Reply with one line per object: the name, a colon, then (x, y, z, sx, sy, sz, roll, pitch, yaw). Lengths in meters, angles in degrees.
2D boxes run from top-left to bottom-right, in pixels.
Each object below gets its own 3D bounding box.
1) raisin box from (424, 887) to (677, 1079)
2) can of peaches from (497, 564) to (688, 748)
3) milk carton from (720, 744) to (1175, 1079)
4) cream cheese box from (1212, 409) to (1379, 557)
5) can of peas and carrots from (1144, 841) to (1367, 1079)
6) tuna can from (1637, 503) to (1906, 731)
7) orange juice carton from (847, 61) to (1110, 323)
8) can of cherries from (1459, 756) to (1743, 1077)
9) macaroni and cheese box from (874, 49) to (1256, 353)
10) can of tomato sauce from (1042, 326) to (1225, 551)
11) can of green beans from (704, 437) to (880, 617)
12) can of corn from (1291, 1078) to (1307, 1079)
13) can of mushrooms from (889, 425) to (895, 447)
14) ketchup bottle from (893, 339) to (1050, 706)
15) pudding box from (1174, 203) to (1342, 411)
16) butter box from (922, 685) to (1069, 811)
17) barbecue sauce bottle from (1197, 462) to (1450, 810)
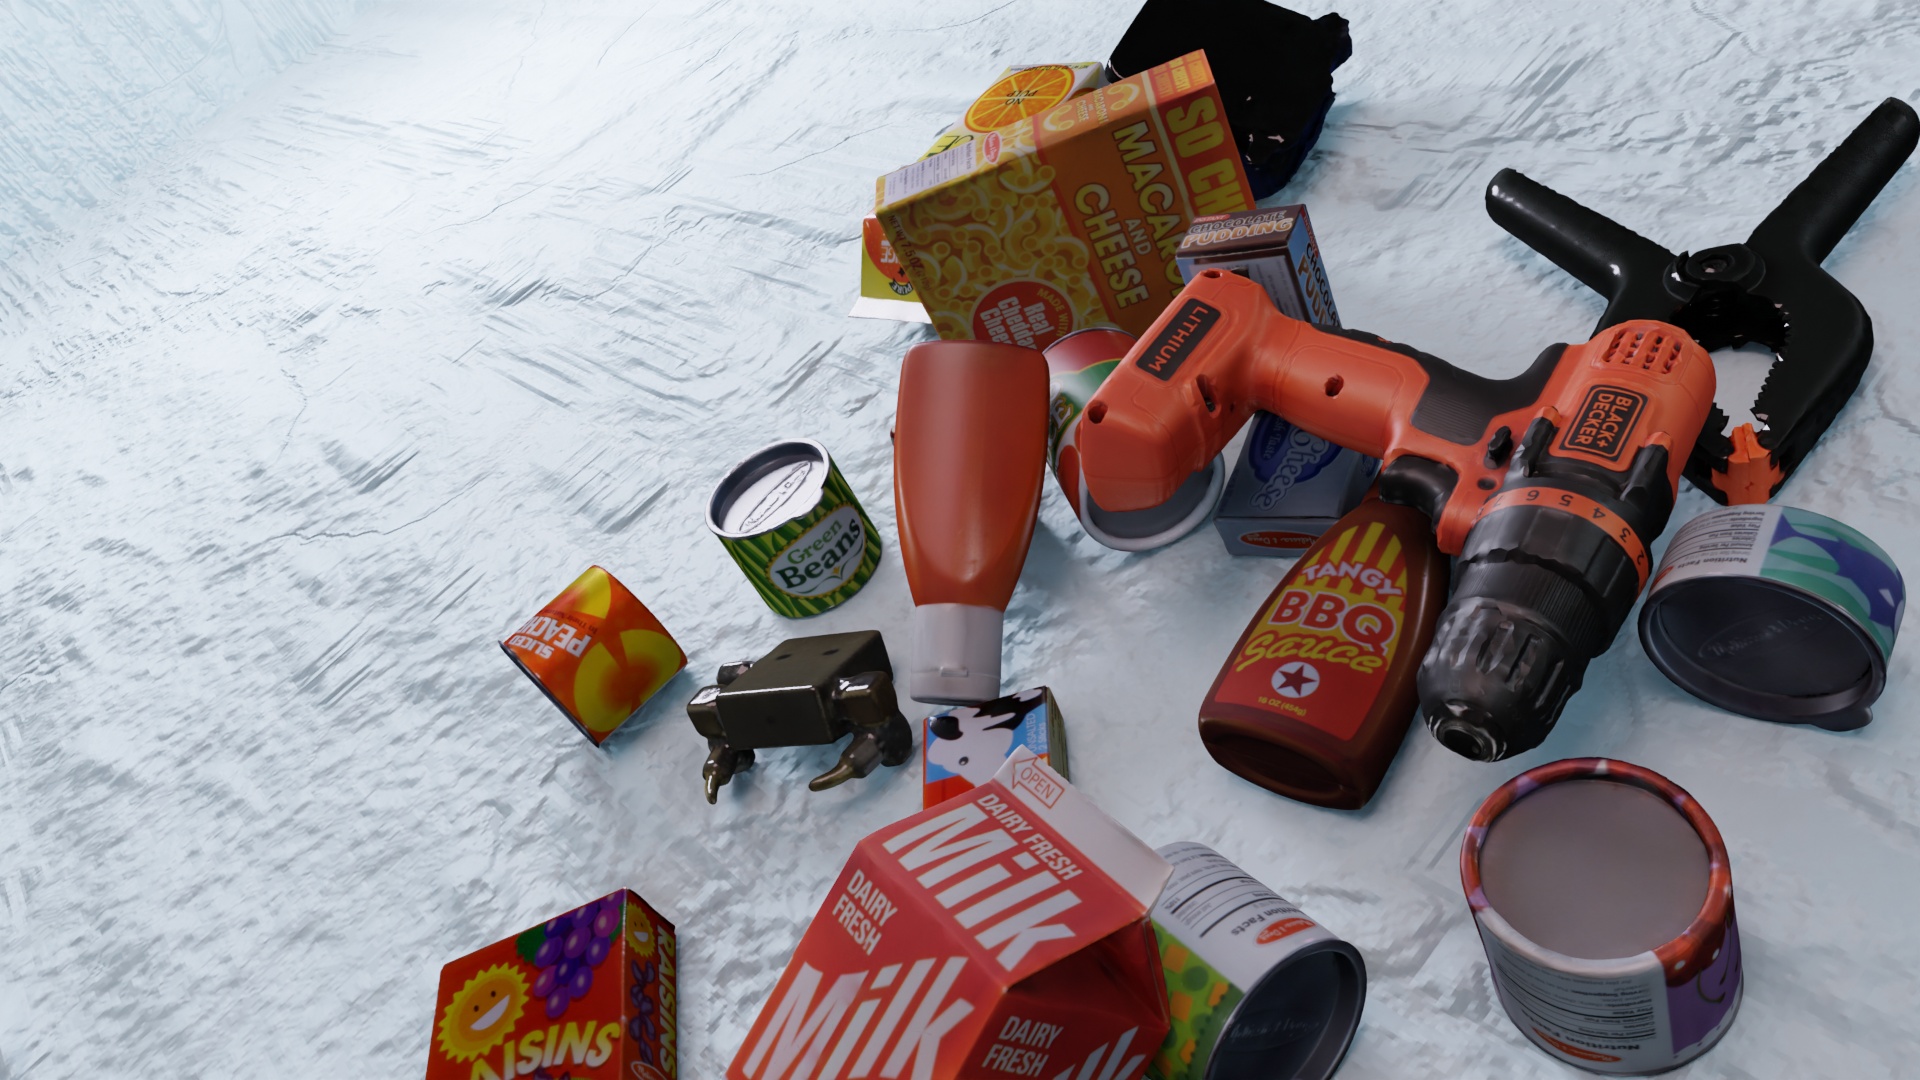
raisin box: (-0.146, 0.197, 0.497, 0.086, 0.040, 0.124, -25, 40, 8)
can of peaches: (-0.171, 0.052, 0.648, 0.058, 0.071, 0.071, -43, 40, -18)
milk carton: (-0.012, 0.153, 0.378, 0.072, 0.073, 0.190, 32, 92, 49)
cream cheese box: (0.147, -0.038, 0.582, 0.053, 0.024, 0.104, 1, 48, 33)
can of peas and carrots: (0.074, 0.133, 0.408, 0.071, 0.070, 0.059, -43, 39, -15)
tuna can: (0.246, 0.024, 0.419, 0.071, 0.070, 0.033, 11, 53, 40)
orange juice carton: (0.016, -0.188, 0.792, 0.072, 0.072, 0.193, 14, 56, 42)
can of cherries: (0.176, 0.100, 0.382, 0.071, 0.058, 0.072, -18, 40, 16)
macaroni and cheese box: (0.059, -0.150, 0.682, 0.166, 0.123, 0.040, -18, 41, 14)
can of tomato sauce: (0.067, -0.044, 0.604, 0.071, 0.071, 0.083, -28, 39, 3)
can of green beans: (-0.079, -0.006, 0.663, 0.071, 0.057, 0.071, -18, 39, 15)
can of corn: (0.082, 0.181, 0.353, 0.071, 0.058, 0.071, -18, 40, 16)
can of mushrooms: (-0.001, -0.034, 0.640, 0.033, 0.070, 0.071, -39, 39, -8)
ketchup bottle: (0.002, -0.007, 0.574, 0.065, 0.043, 0.149, 3, 77, 3)
pudding box: (0.125, -0.093, 0.568, 0.049, 0.083, 0.030, 0, 44, 35)
butter box: (0.014, 0.103, 0.510, 0.053, 0.024, 0.104, -17, 40, 15)
barbecue sauce bottle: (0.145, 0.023, 0.499, 0.065, 0.043, 0.149, 15, 55, 36)
